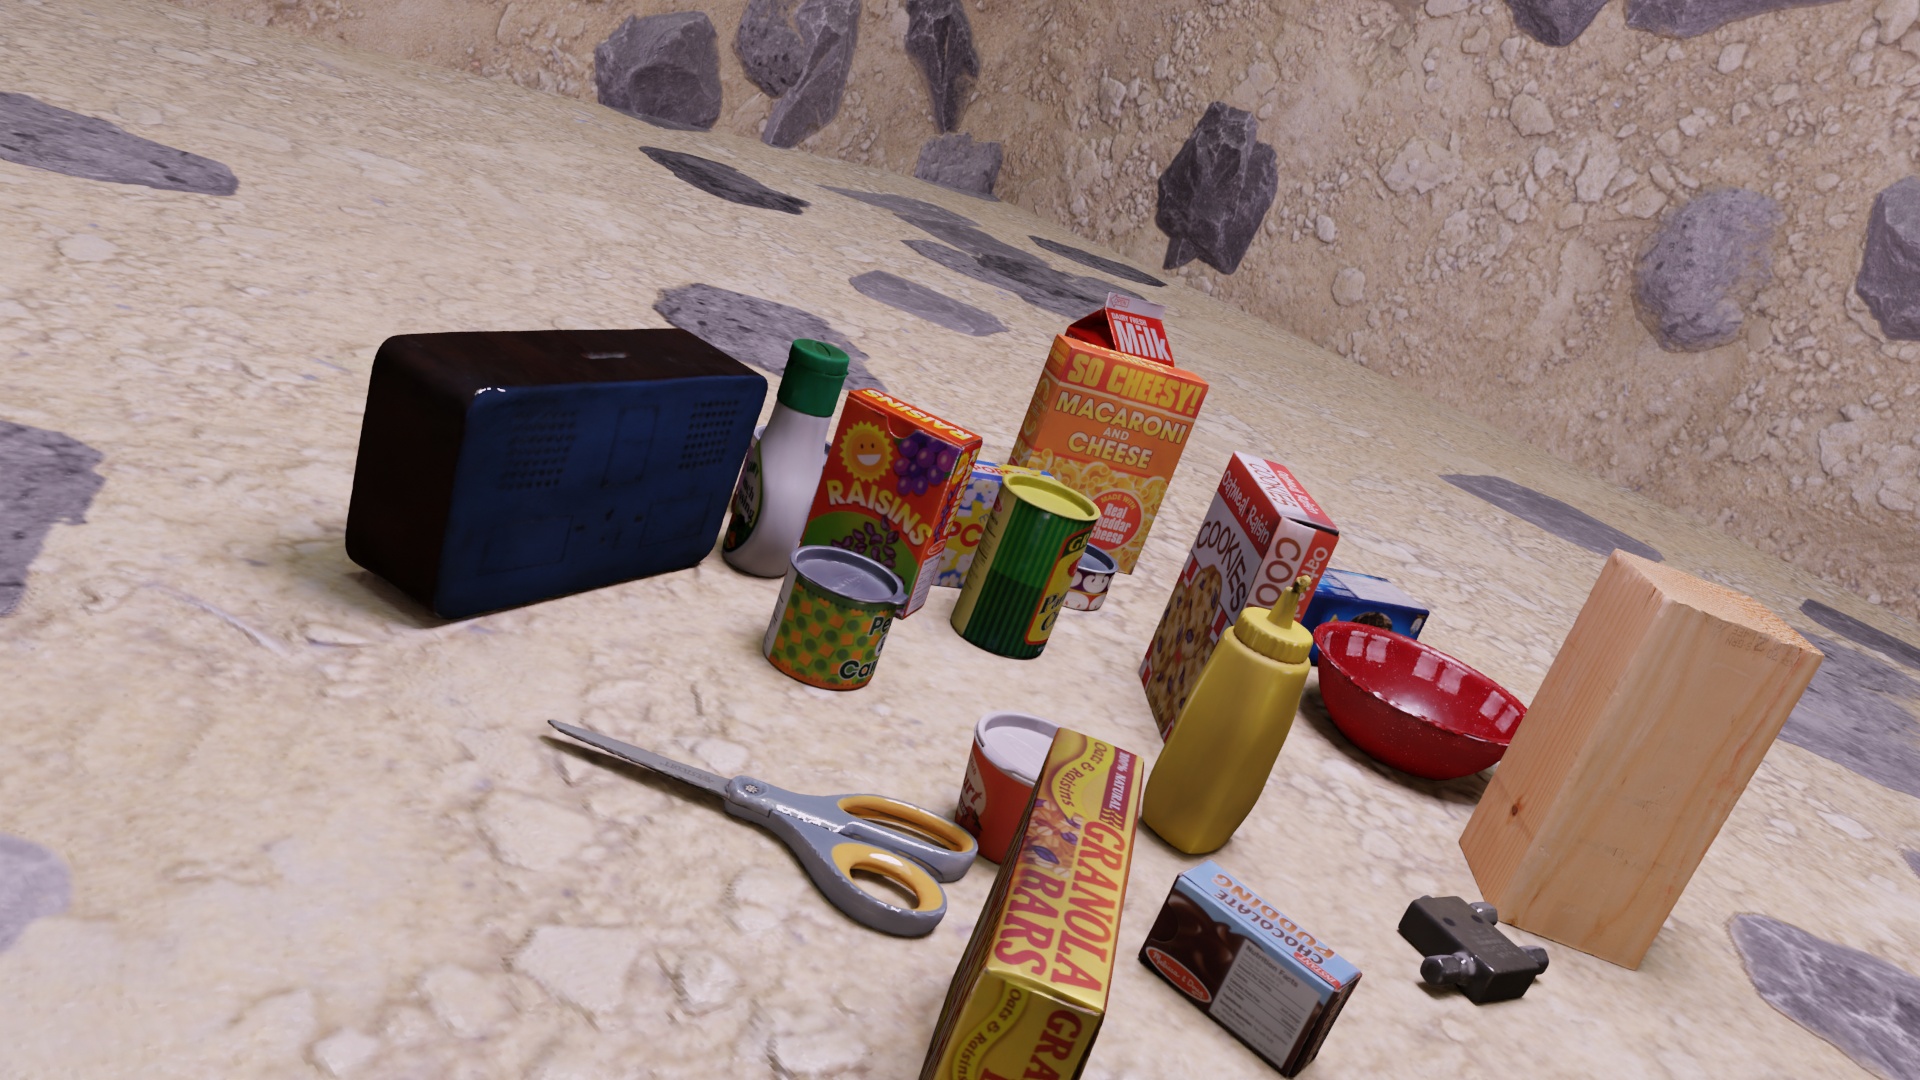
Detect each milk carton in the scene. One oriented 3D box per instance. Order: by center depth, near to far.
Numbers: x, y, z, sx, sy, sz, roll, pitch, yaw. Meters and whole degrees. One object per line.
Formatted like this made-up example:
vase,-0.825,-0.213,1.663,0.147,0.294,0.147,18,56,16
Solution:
milk carton,0.122,-0.121,1.213,0.072,0.189,0.073,5,24,-38

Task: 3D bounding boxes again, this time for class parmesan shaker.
parmesan shaker,0.041,0.016,0.897,0.071,0.102,0.071,18,19,-6

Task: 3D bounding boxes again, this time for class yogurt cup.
yogurt cup,0.031,0.122,0.674,0.072,0.053,0.072,18,19,-6

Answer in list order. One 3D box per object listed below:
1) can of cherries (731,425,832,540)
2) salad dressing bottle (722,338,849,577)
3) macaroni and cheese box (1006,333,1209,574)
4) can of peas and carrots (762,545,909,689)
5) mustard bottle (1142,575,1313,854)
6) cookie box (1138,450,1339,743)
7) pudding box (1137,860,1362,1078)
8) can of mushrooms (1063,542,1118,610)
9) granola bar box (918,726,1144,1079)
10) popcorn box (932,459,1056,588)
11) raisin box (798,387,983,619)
can of cherries,-0.119,-0.041,0.959,0.071,0.058,0.072,18,19,-6
salad dressing bottle,-0.107,-0.051,0.863,0.044,0.147,0.064,12,20,-22
macaroni and cheese box,0.104,-0.065,1.081,0.124,0.165,0.040,12,20,-22
can of peas and carrots,-0.070,0.044,0.779,0.071,0.058,0.071,18,19,-6
mustard bottle,0.147,0.086,0.726,0.049,0.159,0.065,33,22,32
cookie box,0.167,0.042,0.854,0.040,0.166,0.123,17,19,-9
pudding box,0.125,0.185,0.606,0.084,0.049,0.030,33,22,32
can of mushrooms,0.078,0.022,1.022,0.071,0.033,0.071,18,19,-6
granola bar box,0.019,0.153,0.473,0.039,0.123,0.166,22,19,4
popcorn box,0.003,-0.012,0.962,0.127,0.085,0.038,8,22,-31
raisin box,-0.047,-0.025,0.888,0.086,0.123,0.040,26,20,17
